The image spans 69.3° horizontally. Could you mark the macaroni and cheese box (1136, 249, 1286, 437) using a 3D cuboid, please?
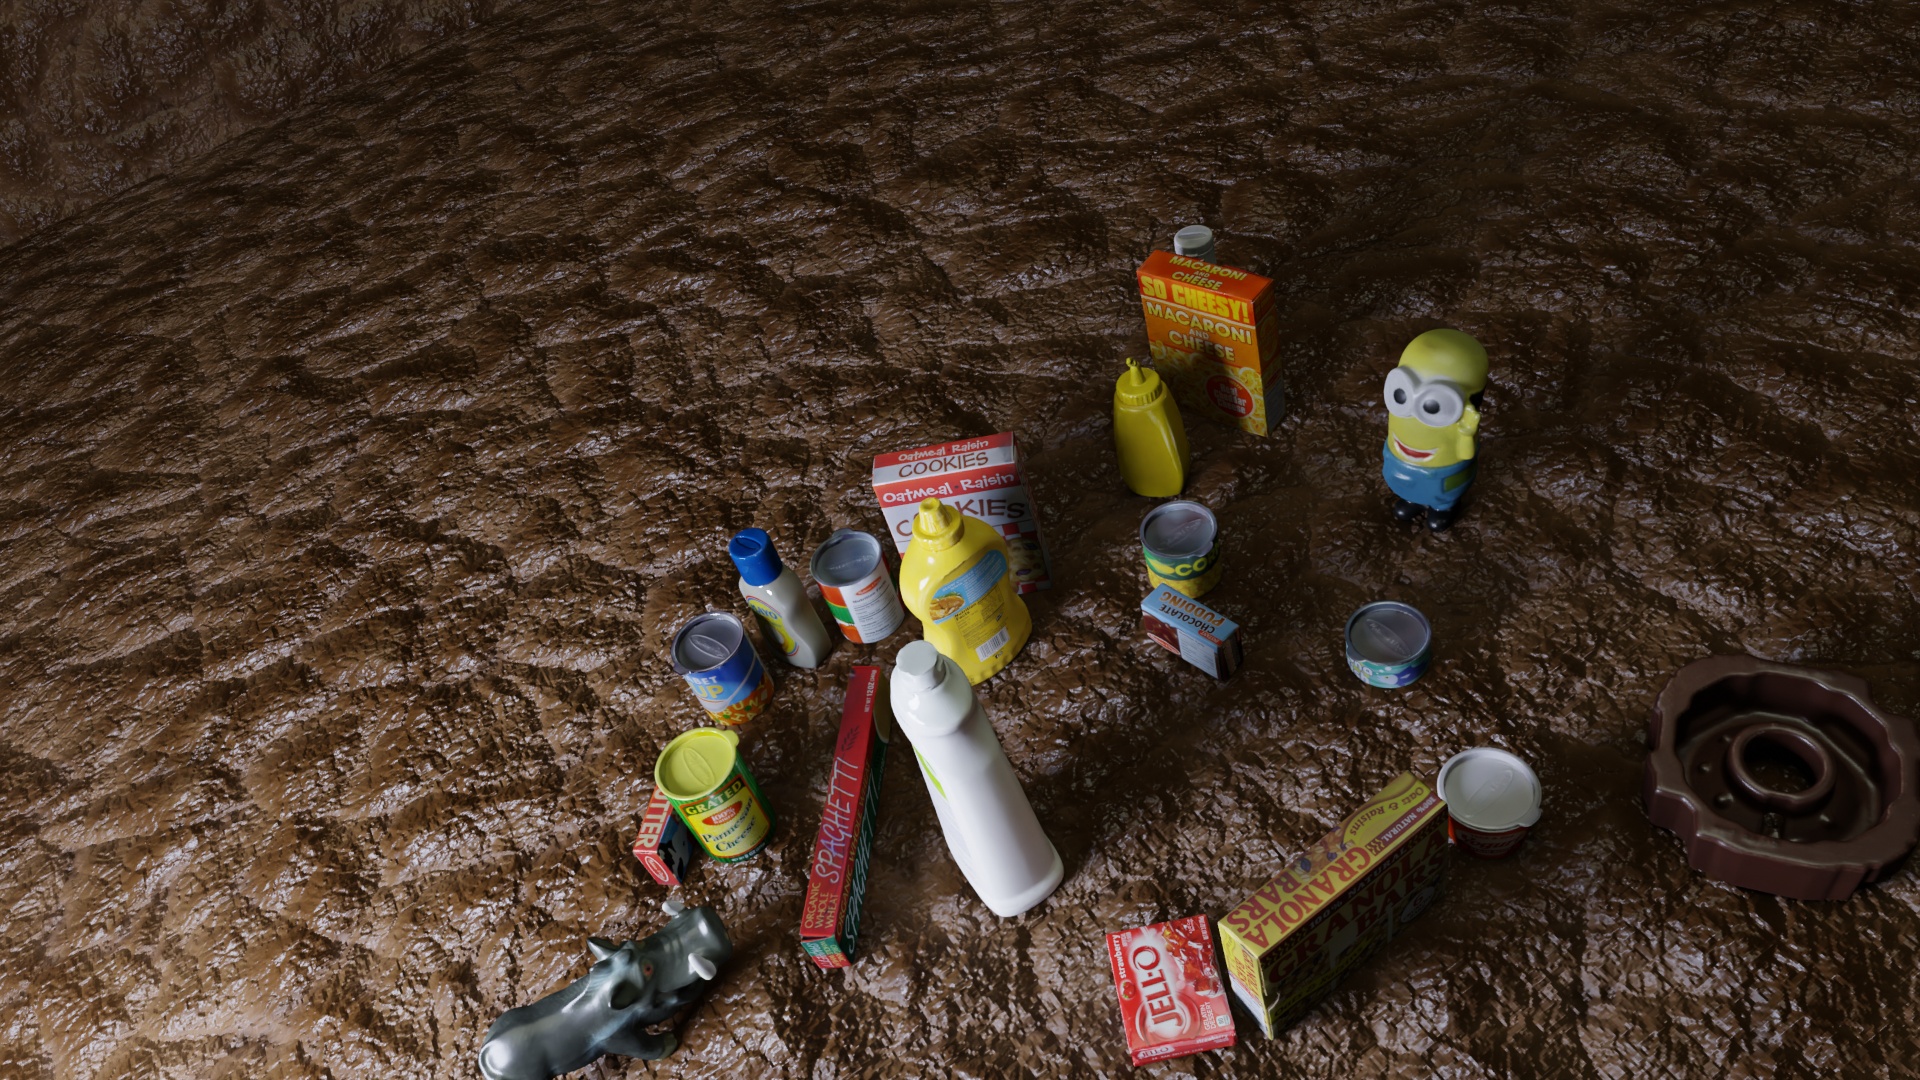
[{"bbox_3d":[0.236,-0.184,1.297,0.124,0.165,0.040,23,59,34],"label":"macaroni and cheese box"}]

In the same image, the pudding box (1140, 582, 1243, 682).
[{"bbox_3d":[0.191,0.075,1.150,0.030,0.049,0.084,-42,50,-21],"label":"pudding box"}]

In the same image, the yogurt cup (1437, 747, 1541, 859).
[{"bbox_3d":[0.373,0.189,0.983,0.072,0.053,0.073,-9,46,10],"label":"yogurt cup"}]

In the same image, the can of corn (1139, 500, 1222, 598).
[{"bbox_3d":[0.194,0.010,1.204,0.071,0.058,0.071,-9,46,10],"label":"can of corn"}]

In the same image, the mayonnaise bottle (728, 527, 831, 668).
[{"bbox_3d":[-0.162,0.050,1.217,0.065,0.147,0.041,19,56,31],"label":"mayonnaise bottle"}]

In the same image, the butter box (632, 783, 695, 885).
[{"bbox_3d":[-0.234,0.225,1.144,0.024,0.053,0.104,-2,48,17],"label":"butter box"}]

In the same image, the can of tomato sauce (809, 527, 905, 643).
[{"bbox_3d":[-0.092,0.041,1.249,0.071,0.082,0.071,-9,46,10],"label":"can of tomato sauce"}]

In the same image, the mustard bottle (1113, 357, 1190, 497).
[{"bbox_3d":[0.169,-0.107,1.251,0.065,0.159,0.049,3,49,20],"label":"mustard bottle"}]

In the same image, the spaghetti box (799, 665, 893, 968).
[{"bbox_3d":[-0.087,0.214,1.109,0.028,0.050,0.251,-5,47,14],"label":"spaghetti box"}]

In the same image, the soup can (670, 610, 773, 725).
[{"bbox_3d":[-0.209,0.115,1.218,0.071,0.083,0.072,-9,46,10],"label":"soup can"}]

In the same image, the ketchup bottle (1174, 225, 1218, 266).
[{"bbox_3d":[0.236,-0.237,1.359,0.065,0.148,0.044,1,49,19],"label":"ketchup bottle"}]

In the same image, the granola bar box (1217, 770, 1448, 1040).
[{"bbox_3d":[0.251,0.243,0.921,0.166,0.123,0.039,-34,47,-14],"label":"granola bar box"}]

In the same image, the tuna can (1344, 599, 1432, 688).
[{"bbox_3d":[0.339,0.084,1.106,0.071,0.032,0.071,-9,46,10],"label":"tuna can"}]

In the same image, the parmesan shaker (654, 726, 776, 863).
[{"bbox_3d":[-0.192,0.204,1.114,0.071,0.102,0.072,-9,46,10],"label":"parmesan shaker"}]

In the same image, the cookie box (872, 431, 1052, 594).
[{"bbox_3d":[0.004,-0.015,1.212,0.123,0.166,0.040,-10,46,9],"label":"cookie box"}]
